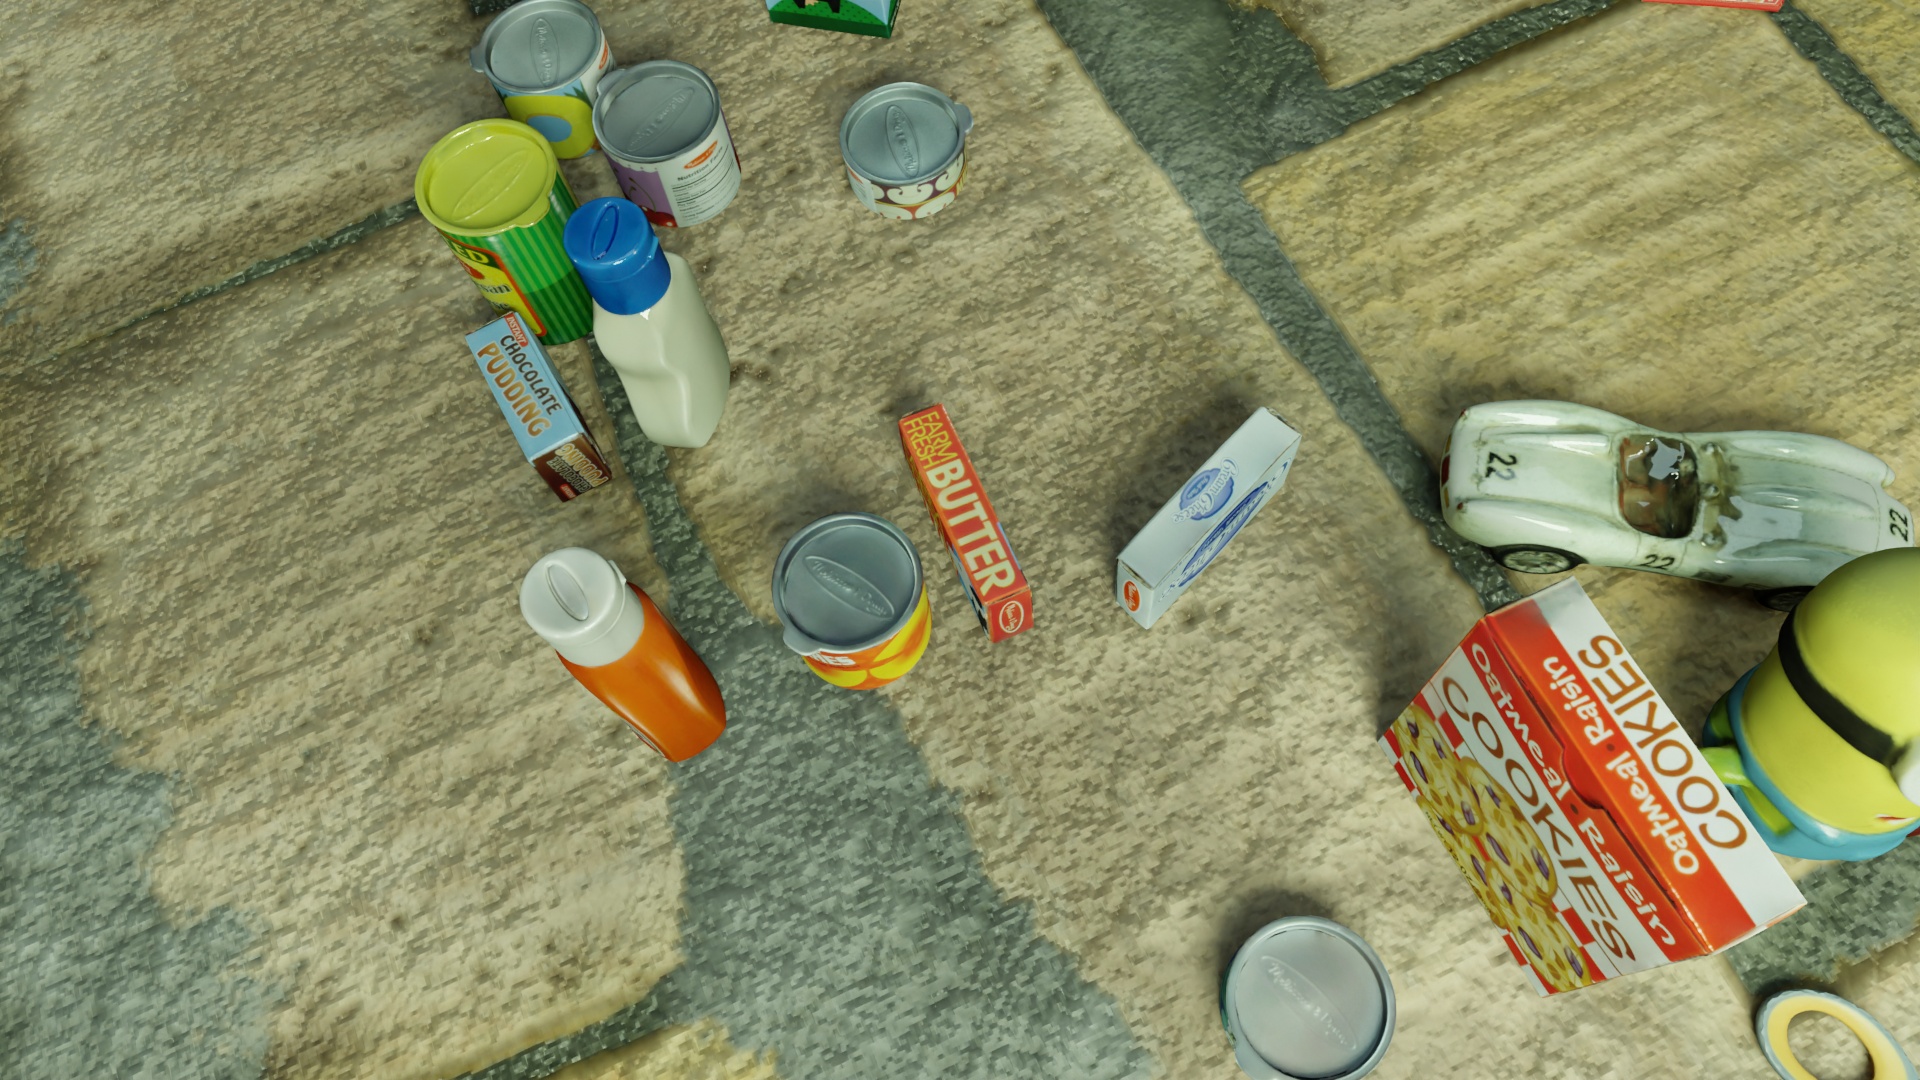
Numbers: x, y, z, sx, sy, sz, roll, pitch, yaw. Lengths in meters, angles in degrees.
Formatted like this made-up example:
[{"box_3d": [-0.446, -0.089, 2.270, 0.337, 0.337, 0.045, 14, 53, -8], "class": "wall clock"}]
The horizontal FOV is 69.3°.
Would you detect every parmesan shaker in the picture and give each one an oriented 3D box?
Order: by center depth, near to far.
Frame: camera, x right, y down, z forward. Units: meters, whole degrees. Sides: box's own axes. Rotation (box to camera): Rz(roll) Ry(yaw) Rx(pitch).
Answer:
[{"box_3d": [-0.215, -0.148, 0.688, 0.071, 0.102, 0.071, -1, 67, 3], "class": "parmesan shaker"}]

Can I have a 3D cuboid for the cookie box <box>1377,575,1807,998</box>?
[{"box_3d": [0.221, 0.100, 0.518, 0.040, 0.167, 0.123, -25, 68, -6], "class": "cookie box"}]

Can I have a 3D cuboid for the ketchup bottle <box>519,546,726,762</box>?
[{"box_3d": [-0.138, 0.046, 0.576, 0.043, 0.148, 0.065, -36, 70, -10], "class": "ketchup bottle"}]

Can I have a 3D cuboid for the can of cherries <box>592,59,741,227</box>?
[{"box_3d": [-0.155, -0.210, 0.735, 0.071, 0.058, 0.072, -1, 67, 3], "class": "can of cherries"}]

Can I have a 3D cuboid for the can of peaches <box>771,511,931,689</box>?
[{"box_3d": [-0.049, 0.030, 0.626, 0.071, 0.058, 0.071, -1, 67, 3], "class": "can of peaches"}]

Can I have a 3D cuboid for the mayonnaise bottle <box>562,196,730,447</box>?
[{"box_3d": [-0.142, -0.100, 0.638, 0.041, 0.147, 0.065, 7, 68, 7], "class": "mayonnaise bottle"}]

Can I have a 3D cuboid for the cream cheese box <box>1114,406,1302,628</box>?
[{"box_3d": [0.111, -0.010, 0.634, 0.024, 0.053, 0.104, 40, 75, 18], "class": "cream cheese box"}]

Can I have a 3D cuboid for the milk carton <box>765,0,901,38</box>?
[{"box_3d": [-0.074, -0.357, 0.720, 0.073, 0.190, 0.072, 10, 69, 8], "class": "milk carton"}]

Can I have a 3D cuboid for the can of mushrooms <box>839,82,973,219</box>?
[{"box_3d": [-0.027, -0.207, 0.738, 0.071, 0.033, 0.071, -1, 67, 3], "class": "can of mushrooms"}]

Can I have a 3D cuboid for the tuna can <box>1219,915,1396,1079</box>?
[{"box_3d": [0.137, 0.189, 0.559, 0.071, 0.032, 0.071, -1, 67, 3], "class": "tuna can"}]

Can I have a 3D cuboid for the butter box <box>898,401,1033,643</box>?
[{"box_3d": [0.002, -0.008, 0.641, 0.024, 0.053, 0.104, -23, 67, -5], "class": "butter box"}]

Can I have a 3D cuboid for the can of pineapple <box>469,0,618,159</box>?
[{"box_3d": [-0.221, -0.252, 0.757, 0.071, 0.057, 0.071, -1, 67, 3], "class": "can of pineapple"}]

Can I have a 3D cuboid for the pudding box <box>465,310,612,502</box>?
[{"box_3d": [-0.206, -0.066, 0.682, 0.030, 0.049, 0.084, -30, 68, -8], "class": "pudding box"}]
